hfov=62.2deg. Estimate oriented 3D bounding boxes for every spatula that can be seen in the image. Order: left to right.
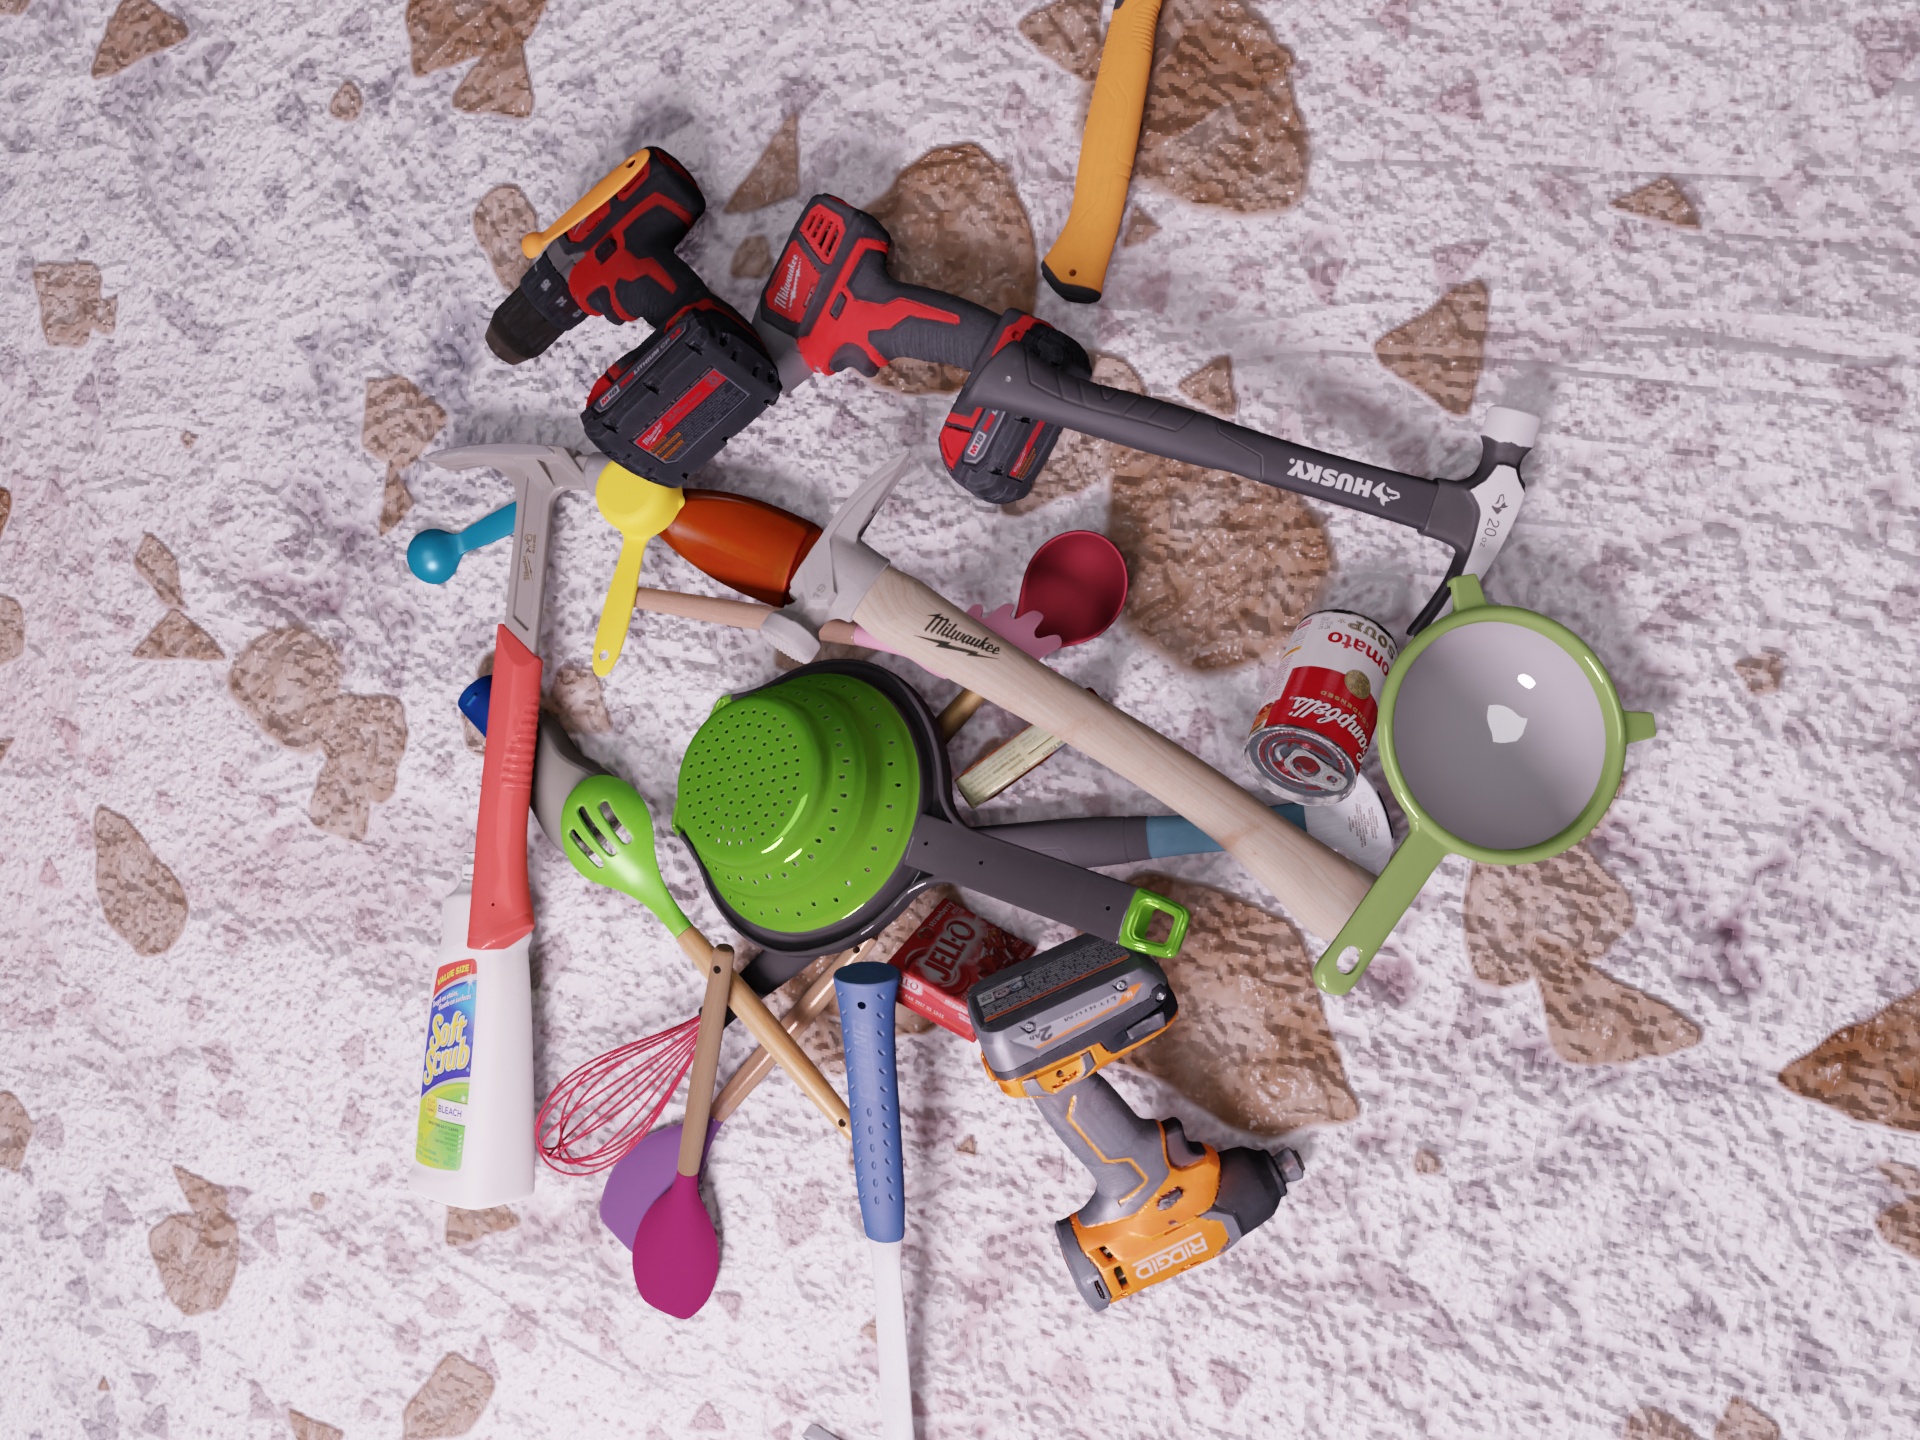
[{"bbox_3d":[-0.161,0.263,1.138,0.060,0.018,0.316,44,105,12],"label":"spatula"}]

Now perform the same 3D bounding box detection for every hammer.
[{"bbox_3d":[-0.324,-0.019,1.127,0.149,0.036,0.359,3,84,11],"label":"hammer"},{"bbox_3d":[-0.055,0.351,1.056,0.144,0.035,0.405,3,108,19],"label":"hammer"},{"bbox_3d":[0.087,-0.004,0.974,0.410,0.038,0.146,33,80,4],"label":"hammer"},{"bbox_3d":[0.110,0.079,1.034,0.331,0.033,0.128,-6,92,18],"label":"hammer"},{"bbox_3d":[0.116,-0.432,1.002,0.127,0.034,0.337,15,98,17],"label":"hammer"},{"bbox_3d":[0.167,-0.156,0.956,0.335,0.035,0.146,16,99,-1],"label":"hammer"}]

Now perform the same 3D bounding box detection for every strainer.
[{"bbox_3d":[0.277,0.053,0.935,0.151,0.069,0.256,37,82,-2],"label":"strainer"}]

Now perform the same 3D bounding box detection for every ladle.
[{"bbox_3d":[-0.002,-0.003,1.069,0.069,0.031,0.315,46,107,10],"label":"ladle"}]

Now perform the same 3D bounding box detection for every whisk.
[{"bbox_3d":[-0.192,0.224,1.128,0.296,0.073,0.073,-40,81,9],"label":"whisk"}]

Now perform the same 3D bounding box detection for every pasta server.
[{"bbox_3d":[-0.090,-0.063,1.057,0.316,0.040,0.060,10,107,18],"label":"pasta server"}]

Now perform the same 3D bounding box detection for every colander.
[{"bbox_3d":[-0.049,0.066,0.989,0.397,0.094,0.204,17,84,32],"label":"colander"}]

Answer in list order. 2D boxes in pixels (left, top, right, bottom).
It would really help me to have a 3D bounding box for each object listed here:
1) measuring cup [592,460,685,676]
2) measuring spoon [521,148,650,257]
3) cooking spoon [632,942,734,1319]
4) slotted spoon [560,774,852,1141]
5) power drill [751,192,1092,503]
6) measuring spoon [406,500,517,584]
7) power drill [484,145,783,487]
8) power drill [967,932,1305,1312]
[{"bbox_3d":[-0.231,-0.107,1.077,0.062,0.029,0.156,9,82,18],"label":"measuring cup"},{"bbox_3d":[-0.255,-0.351,1.073,0.117,0.011,0.021,-30,54,21],"label":"measuring spoon"},{"bbox_3d":[-0.188,0.294,1.114,0.069,0.017,0.318,18,113,14],"label":"cooking spoon"},{"bbox_3d":[-0.171,0.164,1.092,0.070,0.031,0.314,-42,83,9],"label":"slotted spoon"},{"bbox_3d":[-0.038,-0.236,1.043,0.220,0.078,0.143,33,102,16],"label":"power drill"},{"bbox_3d":[-0.360,-0.138,1.175,0.128,0.021,0.042,-22,87,19],"label":"measuring spoon"},{"bbox_3d":[-0.229,-0.260,1.067,0.188,0.080,0.227,-38,55,16],"label":"power drill"},{"bbox_3d":[0.113,0.244,0.988,0.164,0.084,0.226,-24,109,-2],"label":"power drill"}]
